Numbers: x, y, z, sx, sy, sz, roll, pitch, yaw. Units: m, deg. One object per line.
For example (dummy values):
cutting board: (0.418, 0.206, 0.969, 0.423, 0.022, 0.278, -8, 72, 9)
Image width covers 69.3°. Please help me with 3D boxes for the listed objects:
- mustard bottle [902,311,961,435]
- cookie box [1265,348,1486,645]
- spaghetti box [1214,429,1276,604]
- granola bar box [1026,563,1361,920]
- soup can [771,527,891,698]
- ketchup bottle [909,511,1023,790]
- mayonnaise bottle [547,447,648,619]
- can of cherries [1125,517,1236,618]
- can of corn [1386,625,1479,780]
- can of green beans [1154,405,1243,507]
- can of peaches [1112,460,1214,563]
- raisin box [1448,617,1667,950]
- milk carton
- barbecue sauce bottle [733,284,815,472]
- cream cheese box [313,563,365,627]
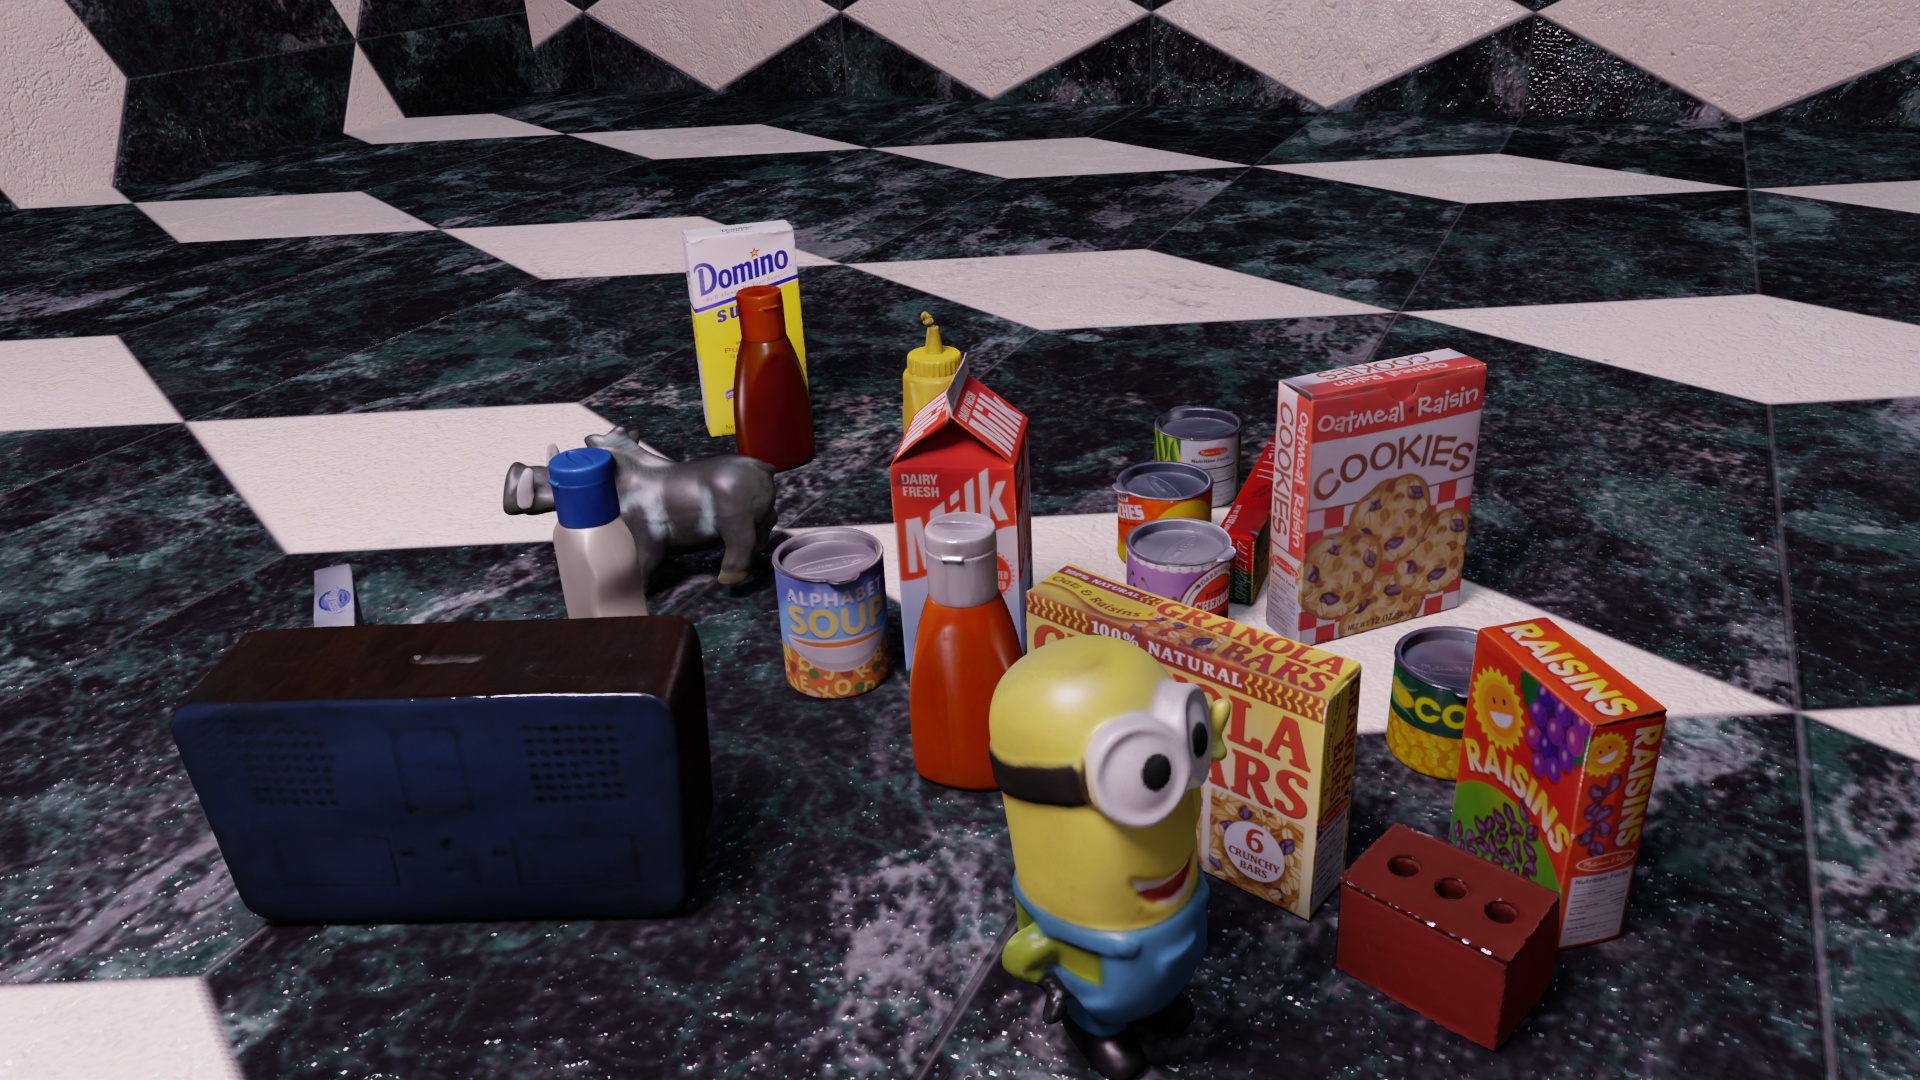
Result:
mustard bottle: (-0.016, -0.090, 1.017, 0.049, 0.159, 0.065, -10, 27, -15)
cookie box: (0.254, -0.026, 0.852, 0.123, 0.166, 0.040, -12, 27, -18)
spaghetti box: (0.226, -0.033, 1.002, 0.029, 0.050, 0.251, 8, 28, 22)
granola bar box: (0.109, 0.093, 0.676, 0.166, 0.123, 0.039, 19, 34, 37)
soup can: (-0.076, 0.045, 0.837, 0.071, 0.083, 0.071, -2, 26, 1)
ketchup bottle: (0.003, 0.059, 0.728, 0.065, 0.148, 0.044, 3, 27, 13)
mayonnaise bottle: (-0.216, 0.018, 0.834, 0.041, 0.147, 0.065, -23, 32, -35)
can of cherries: (0.140, 0.026, 0.881, 0.071, 0.058, 0.072, -2, 26, 1)
can of corn: (0.264, 0.088, 0.744, 0.071, 0.058, 0.071, -2, 26, 1)
can of green beans: (0.181, -0.063, 1.058, 0.071, 0.057, 0.071, -2, 26, 1)
can of peaches: (0.140, -0.016, 0.967, 0.071, 0.057, 0.071, -2, 26, 1)
raisin box: (0.267, 0.109, 0.629, 0.040, 0.122, 0.086, -8, 27, -11)
milk carton: (0.003, -0.010, 0.821, 0.073, 0.189, 0.073, 1, 26, 9)
barbecue sauce bottle: (-0.155, -0.131, 1.127, 0.065, 0.147, 0.044, -18, 30, -28)
cream cheese box: (-0.388, 0.060, 0.873, 0.024, 0.053, 0.104, -13, 28, -19)
